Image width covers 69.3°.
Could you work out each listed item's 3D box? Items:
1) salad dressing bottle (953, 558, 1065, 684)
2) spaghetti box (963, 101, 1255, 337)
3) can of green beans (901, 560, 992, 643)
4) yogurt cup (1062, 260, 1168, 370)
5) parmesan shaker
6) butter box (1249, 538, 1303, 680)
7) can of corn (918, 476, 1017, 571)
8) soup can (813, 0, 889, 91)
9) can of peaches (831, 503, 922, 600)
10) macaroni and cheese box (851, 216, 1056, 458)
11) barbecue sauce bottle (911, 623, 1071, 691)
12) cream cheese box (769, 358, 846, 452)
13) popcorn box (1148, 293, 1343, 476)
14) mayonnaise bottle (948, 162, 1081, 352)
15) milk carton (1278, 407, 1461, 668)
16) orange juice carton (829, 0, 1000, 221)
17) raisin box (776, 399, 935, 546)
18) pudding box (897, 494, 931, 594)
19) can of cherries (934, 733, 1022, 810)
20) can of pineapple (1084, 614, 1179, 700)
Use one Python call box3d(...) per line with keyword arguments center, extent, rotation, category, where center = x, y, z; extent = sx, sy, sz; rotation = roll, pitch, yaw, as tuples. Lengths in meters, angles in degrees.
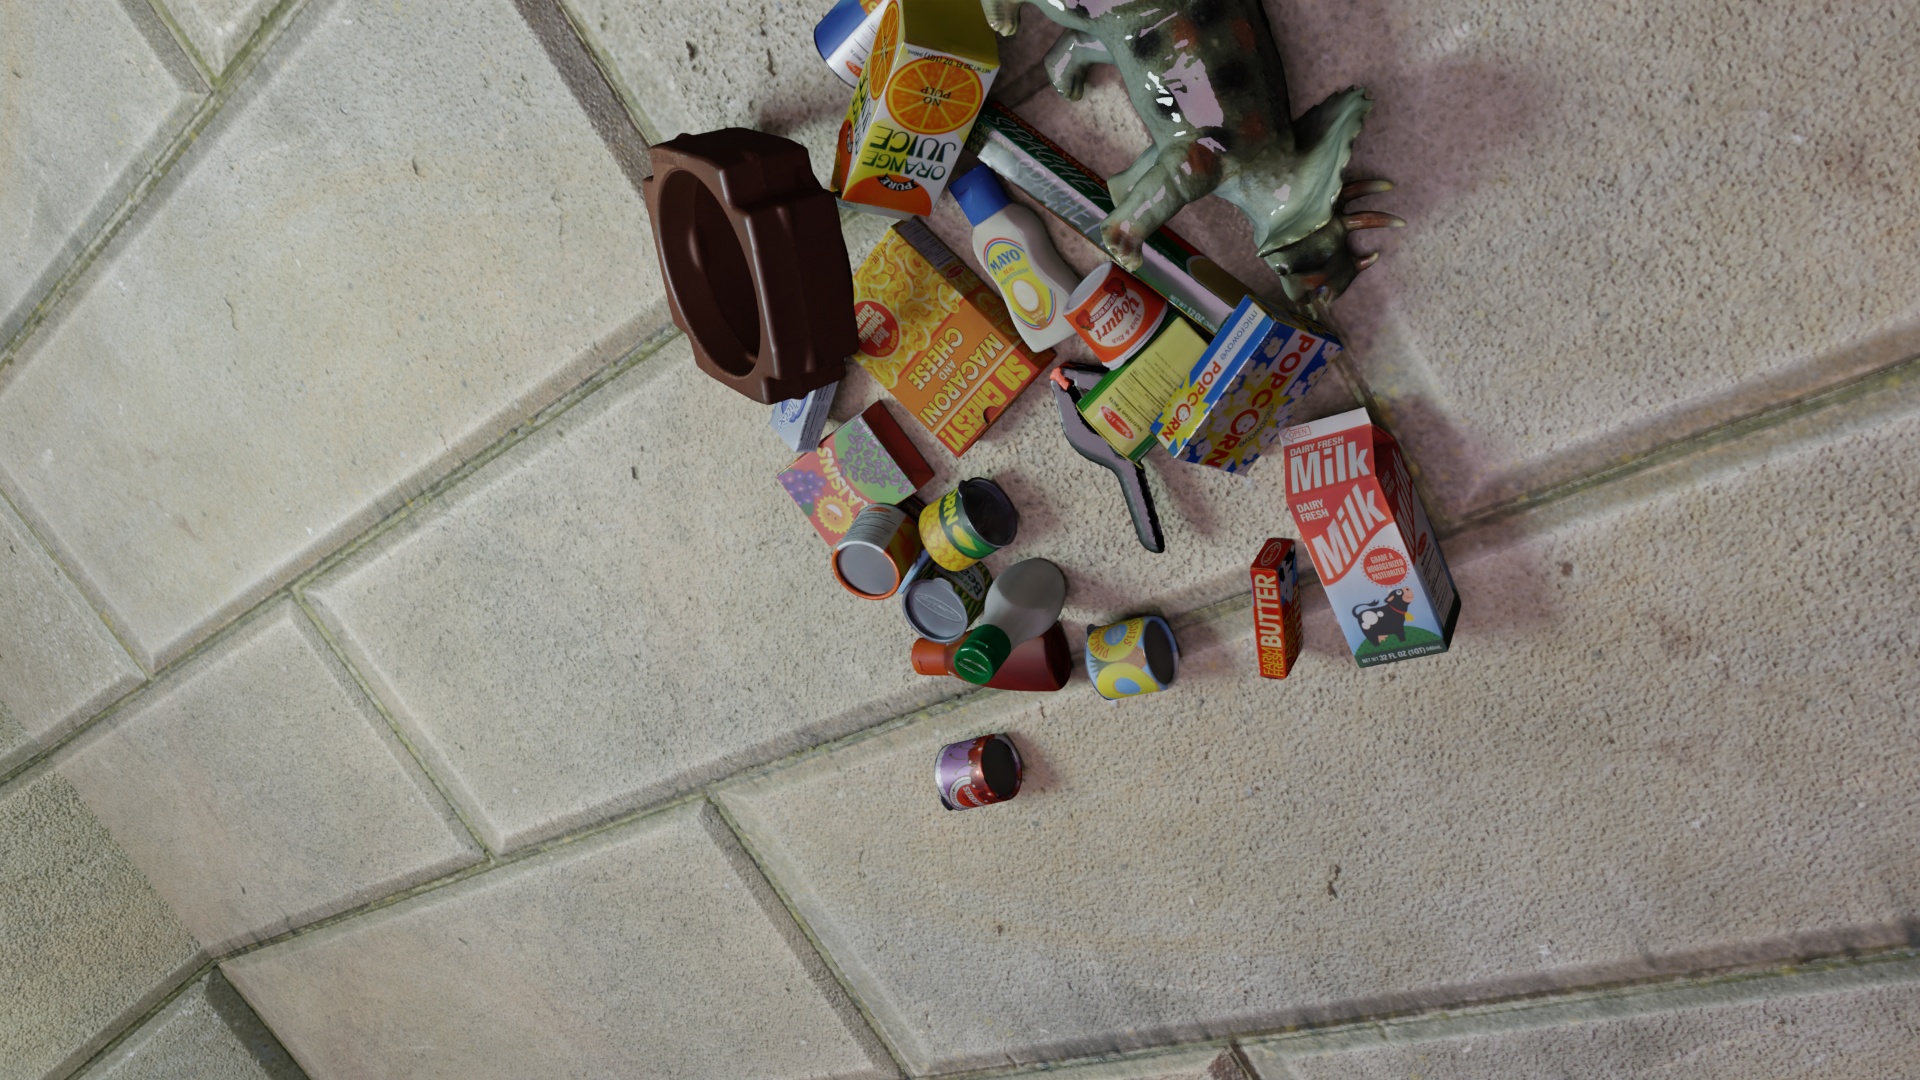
box3d(center=(0.041, 0.068, 1.184), extent=(0.064, 0.148, 0.043), rotation=(25, 126, 14), category="salad dressing bottle")
box3d(center=(0.107, -0.241, 1.034), extent=(0.250, 0.050, 0.028), rotation=(38, 126, 5), category="spaghetti box")
box3d(center=(-0.011, 0.051, 1.260), extent=(0.071, 0.058, 0.071), rotation=(13, 123, 22), category="can of green beans")
box3d(center=(0.114, -0.172, 1.041), extent=(0.054, 0.073, 0.072), rotation=(40, 130, -15), category="yogurt cup")
box3d(center=(0.149, -0.115, 1.052), extent=(0.071, 0.071, 0.103), rotation=(45, 103, -1), category="parmesan shaker")
box3d(center=(0.256, 0.055, 1.121), extent=(0.024, 0.053, 0.103), rotation=(4, 119, 29), category="butter box")
box3d(center=(0.004, -0.015, 1.208), extent=(0.058, 0.071, 0.071), rotation=(-31, 100, 38), category="can of corn")
box3d(center=(-0.059, -0.388, 1.032), extent=(0.083, 0.072, 0.071), rotation=(-34, 98, 37), category="soup can")
box3d(center=(-0.073, 0.013, 1.226), extent=(0.071, 0.058, 0.071), rotation=(11, 128, 14), category="can of peaches")
box3d(center=(-0.021, -0.167, 1.152), extent=(0.166, 0.040, 0.123), rotation=(44, 130, 0), category="macaroni and cheese box")
box3d(center=(0.025, 0.107, 1.282), extent=(0.148, 0.044, 0.064), rotation=(-3, 115, 30), category="barbecue sauce bottle")
box3d(center=(-0.134, -0.134, 1.220), extent=(0.053, 0.024, 0.103), rotation=(45, 125, 39), category="cream cheese box")
box3d(center=(0.208, -0.111, 1.014), extent=(0.126, 0.085, 0.038), rotation=(-56, 47, 25), category="popcorn box")
box3d(center=(0.044, -0.222, 1.084), extent=(0.064, 0.041, 0.148), rotation=(-23, 105, 45), category="mayonnaise bottle")
box3d(center=(0.306, -0.007, 1.045), extent=(0.072, 0.074, 0.190), rotation=(-16, 108, 34), category="milk carton")
box3d(center=(-0.040, -0.308, 1.024), extent=(0.072, 0.073, 0.191), rotation=(7, 146, -19), category="orange juice carton")
box3d(center=(-0.096, -0.059, 1.256), extent=(0.123, 0.040, 0.086), rotation=(-31, 100, 36), category="raisin box")
box3d(center=(-0.049, 0.005, 1.272), extent=(0.050, 0.030, 0.083), rotation=(39, 128, 5), category="pudding box")
box3d(center=(0.017, 0.225, 1.336), extent=(0.058, 0.072, 0.071), rotation=(-19, 107, 34), category="can of cherries")
box3d(center=(0.147, 0.100, 1.196), extent=(0.057, 0.071, 0.071), rotation=(-16, 108, 33), category="can of pineapple")
